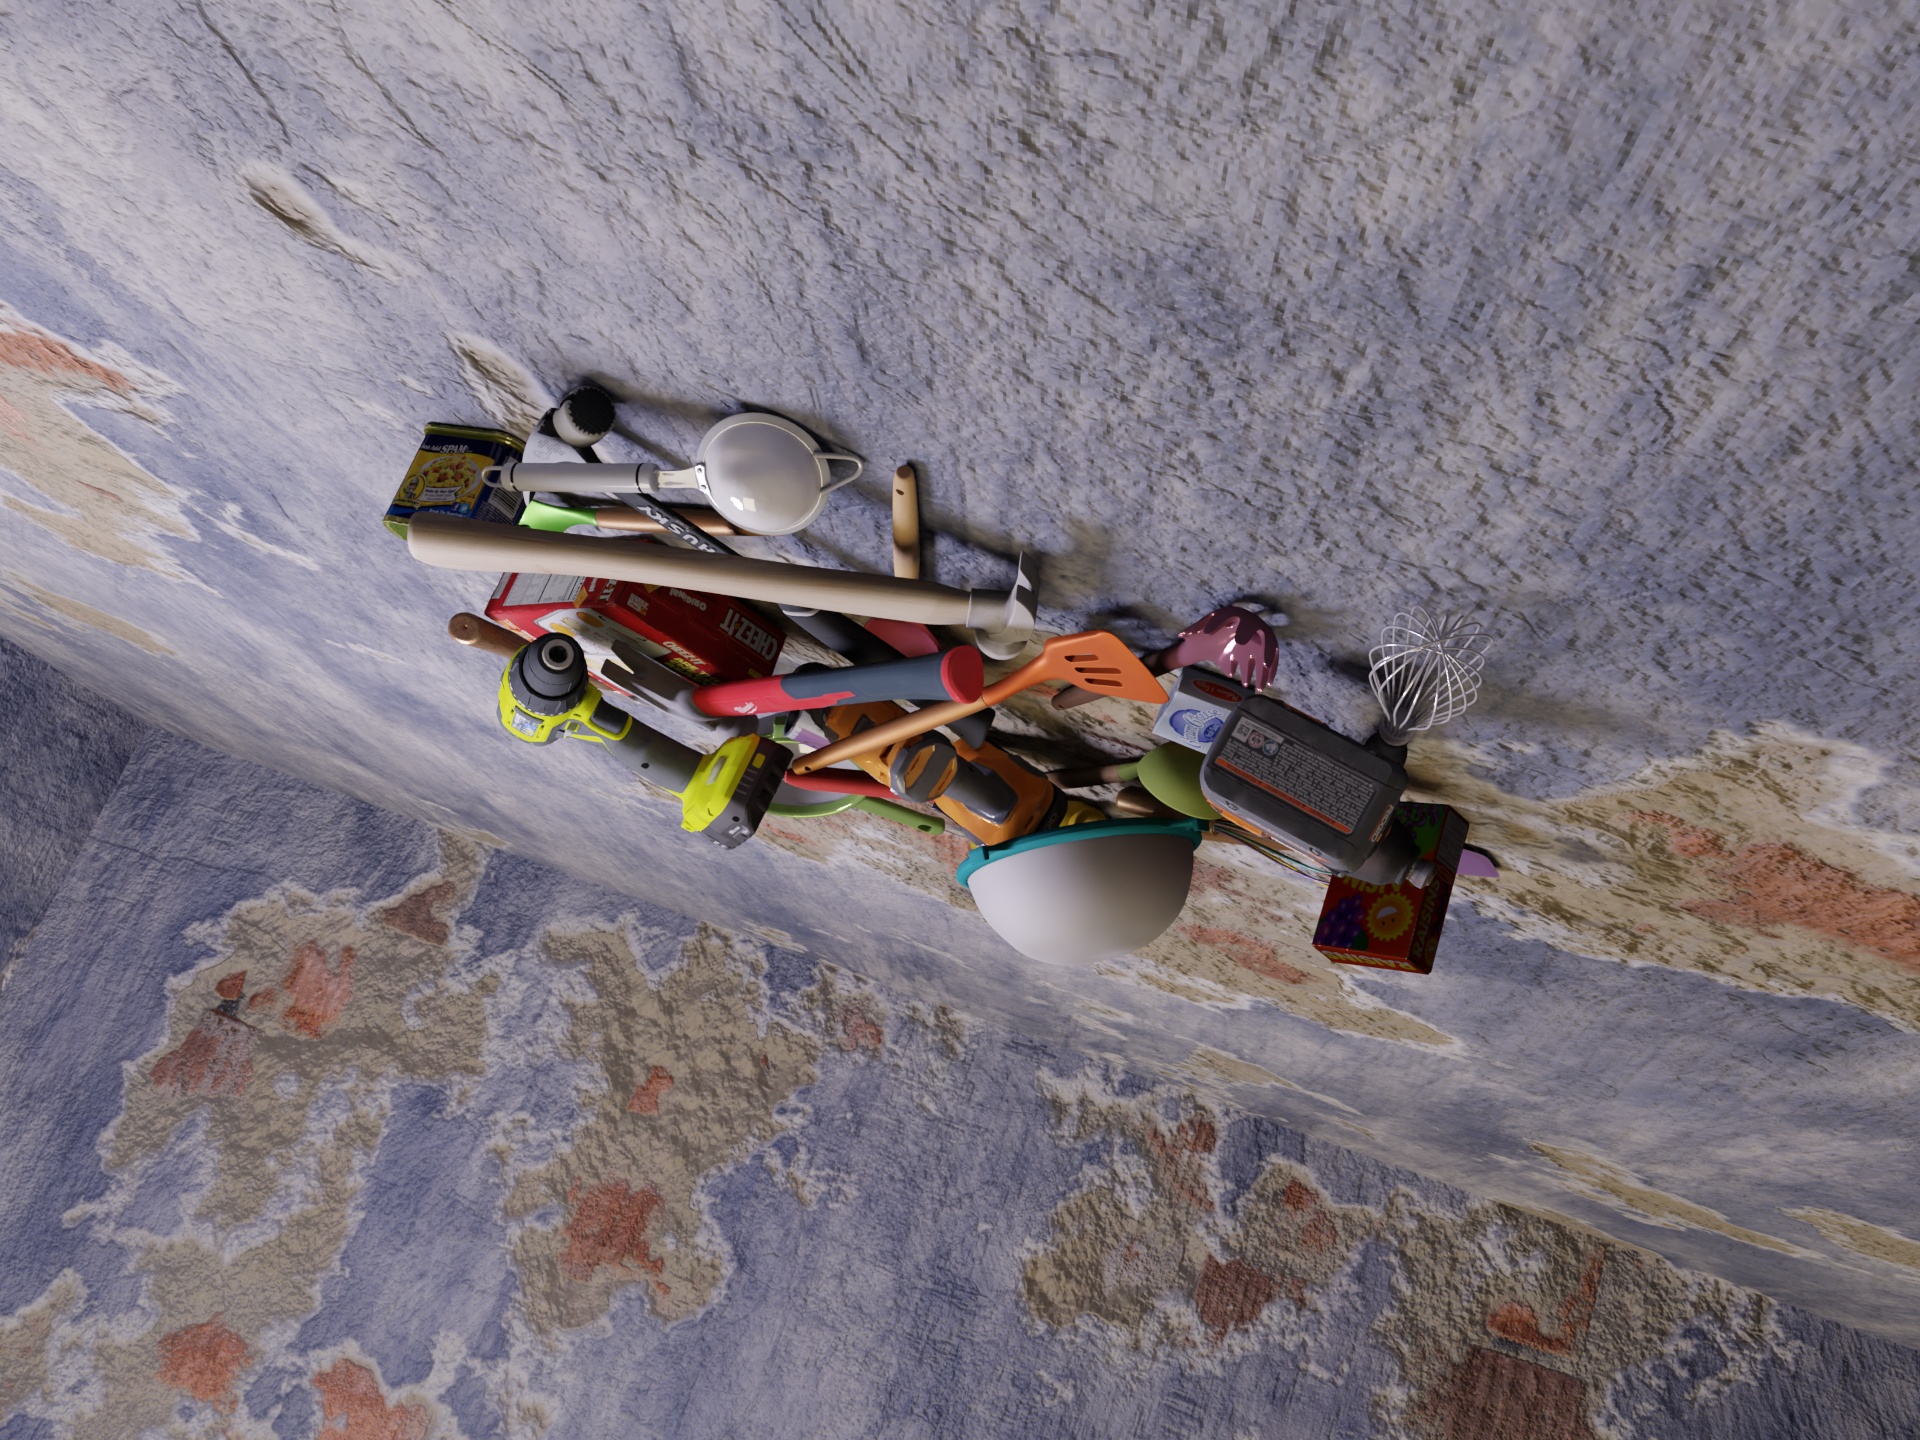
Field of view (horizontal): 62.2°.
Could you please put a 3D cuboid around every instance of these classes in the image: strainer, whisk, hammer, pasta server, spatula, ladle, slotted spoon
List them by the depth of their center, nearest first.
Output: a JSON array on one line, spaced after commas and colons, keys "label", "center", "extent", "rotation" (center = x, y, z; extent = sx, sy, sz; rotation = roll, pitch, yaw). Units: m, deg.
[{"label": "whisk", "center": [0.276, -0.005, 0.993], "extent": [0.070, 0.070, 0.284], "rotation": [17, 167, 12]}, {"label": "strainer", "center": [-0.190, -0.151, 1.005], "extent": [0.258, 0.050, 0.086], "rotation": [3, 128, 16]}, {"label": "hammer", "center": [-0.153, -0.098, 1.033], "extent": [0.410, 0.038, 0.146], "rotation": [7, 168, -1]}, {"label": "pasta server", "center": [0.129, -0.032, 1.105], "extent": [0.060, 0.040, 0.316], "rotation": [38, 161, -12]}, {"label": "ladle", "center": [-0.039, -0.098, 1.114], "extent": [0.069, 0.031, 0.315], "rotation": [21, 161, 6]}, {"label": "hammer", "center": [-0.135, -0.091, 1.151], "extent": [0.408, 0.036, 0.149], "rotation": [34, 154, -24]}, {"label": "spatula", "center": [-0.002, -0.004, 1.156], "extent": [0.322, 0.041, 0.081], "rotation": [-20, 131, 32]}, {"label": "hammer", "center": [-0.125, -0.030, 1.179], "extent": [0.143, 0.038, 0.386], "rotation": [33, 158, -32]}, {"label": "slotted spoon", "center": [-0.253, -0.153, 1.196], "extent": [0.314, 0.031, 0.070], "rotation": [7, 155, 33]}, {"label": "whisk", "center": [0.236, 0.097, 1.351], "extent": [0.245, 0.051, 0.047], "rotation": [14, 135, 37]}, {"label": "ladle", "center": [0.126, 0.058, 1.354], "extent": [0.078, 0.062, 0.320], "rotation": [12, 170, -23]}, {"label": "spatula", "center": [0.299, 0.104, 1.355], "extent": [0.316, 0.018, 0.059], "rotation": [4, 153, 40]}, {"label": "strainer", "center": [0.105, 0.175, 1.399], "extent": [0.211, 0.095, 0.340], "rotation": [-8, 161, -4]}, {"label": "hammer", "center": [-0.113, 0.055, 1.460], "extent": [0.359, 0.037, 0.149], "rotation": [7, 177, -15]}, {"label": "hammer", "center": [-0.382, -0.055, 1.520], "extent": [0.130, 0.031, 0.331], "rotation": [13, 175, 16]}, {"label": "strainer", "center": [-0.119, 0.049, 1.588], "extent": [0.256, 0.069, 0.151], "rotation": [23, 141, -31]}]

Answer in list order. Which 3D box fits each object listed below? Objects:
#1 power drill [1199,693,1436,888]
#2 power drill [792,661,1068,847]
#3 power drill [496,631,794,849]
[{"label": "power drill", "center": [0.251, 0.061, 1.089], "extent": [0.164, 0.084, 0.226], "rotation": [29, 179, 18]}, {"label": "power drill", "center": [-0.033, 0.029, 1.346], "extent": [0.185, 0.084, 0.226], "rotation": [34, -177, 42]}, {"label": "power drill", "center": [-0.254, 0.010, 1.252], "extent": [0.228, 0.080, 0.190], "rotation": [29, 160, -12]}]
